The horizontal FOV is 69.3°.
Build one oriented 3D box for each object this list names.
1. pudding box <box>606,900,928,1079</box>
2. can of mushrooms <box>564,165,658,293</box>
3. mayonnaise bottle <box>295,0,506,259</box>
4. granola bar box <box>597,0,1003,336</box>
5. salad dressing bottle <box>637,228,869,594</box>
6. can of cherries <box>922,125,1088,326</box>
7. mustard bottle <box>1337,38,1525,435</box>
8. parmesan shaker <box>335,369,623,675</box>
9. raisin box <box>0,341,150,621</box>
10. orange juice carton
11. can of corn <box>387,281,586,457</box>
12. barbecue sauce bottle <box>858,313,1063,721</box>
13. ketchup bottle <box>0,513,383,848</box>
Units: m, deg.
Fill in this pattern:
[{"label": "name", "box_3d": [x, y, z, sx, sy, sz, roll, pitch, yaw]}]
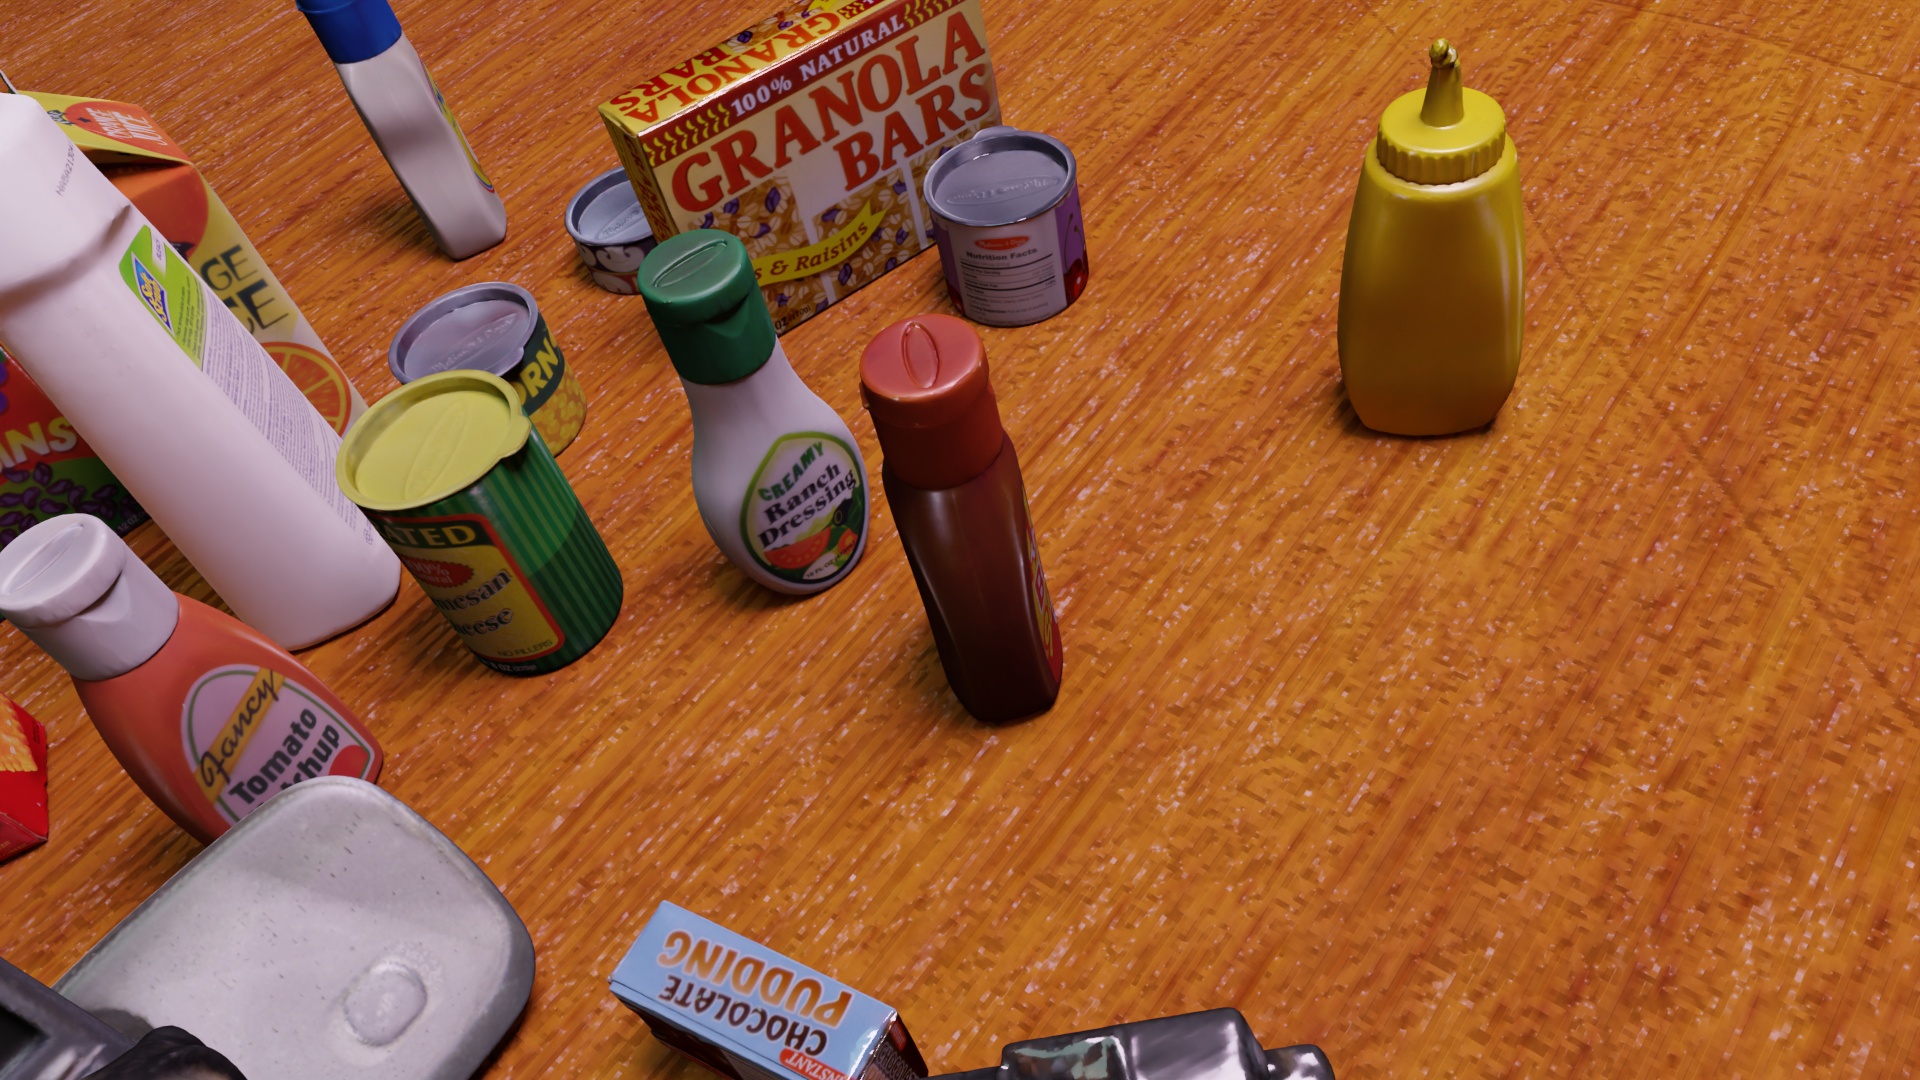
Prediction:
[{"label": "pudding box", "box_3d": [-0.055, 0.140, 0.400, 0.084, 0.049, 0.030, 16, 56, 25]}, {"label": "can of mushrooms", "box_3d": [-0.157, -0.154, 0.685, 0.071, 0.033, 0.071, -7, 49, 8]}, {"label": "mayonnaise bottle", "box_3d": [-0.276, -0.214, 0.689, 0.041, 0.147, 0.065, -26, 49, -9]}, {"label": "granola bar box", "box_3d": [-0.059, -0.171, 0.616, 0.166, 0.123, 0.039, -34, 51, -15]}, {"label": "salad dressing bottle", "box_3d": [-0.073, -0.041, 0.494, 0.064, 0.147, 0.044, -37, 52, -17]}, {"label": "can of cherries", "box_3d": [0.022, -0.139, 0.613, 0.071, 0.058, 0.072, -7, 49, 8]}, {"label": "mustard bottle", "box_3d": [0.165, -0.105, 0.482, 0.065, 0.159, 0.049, -1, 51, 13]}, {"label": "parmesan shaker", "box_3d": [-0.171, -0.004, 0.515, 0.071, 0.102, 0.072, -7, 49, 8]}, {"label": "raisin box", "box_3d": [-0.420, -0.033, 0.586, 0.040, 0.122, 0.086, 33, 64, 34]}, {"label": "orange juice carton", "box_3d": [-0.334, -0.109, 0.584, 0.073, 0.191, 0.072, -38, 52, -18]}, {"label": "can of corn", "box_3d": [-0.204, -0.068, 0.608, 0.071, 0.058, 0.071, -7, 49, 8]}, {"label": "barbecue sauce bottle", "box_3d": [0.002, -0.006, 0.445, 0.044, 0.147, 0.065, -14, 49, 2]}, {"label": "ketchup bottle", "box_3d": [-0.253, 0.052, 0.457, 0.043, 0.148, 0.065, 15, 55, 24]}]
